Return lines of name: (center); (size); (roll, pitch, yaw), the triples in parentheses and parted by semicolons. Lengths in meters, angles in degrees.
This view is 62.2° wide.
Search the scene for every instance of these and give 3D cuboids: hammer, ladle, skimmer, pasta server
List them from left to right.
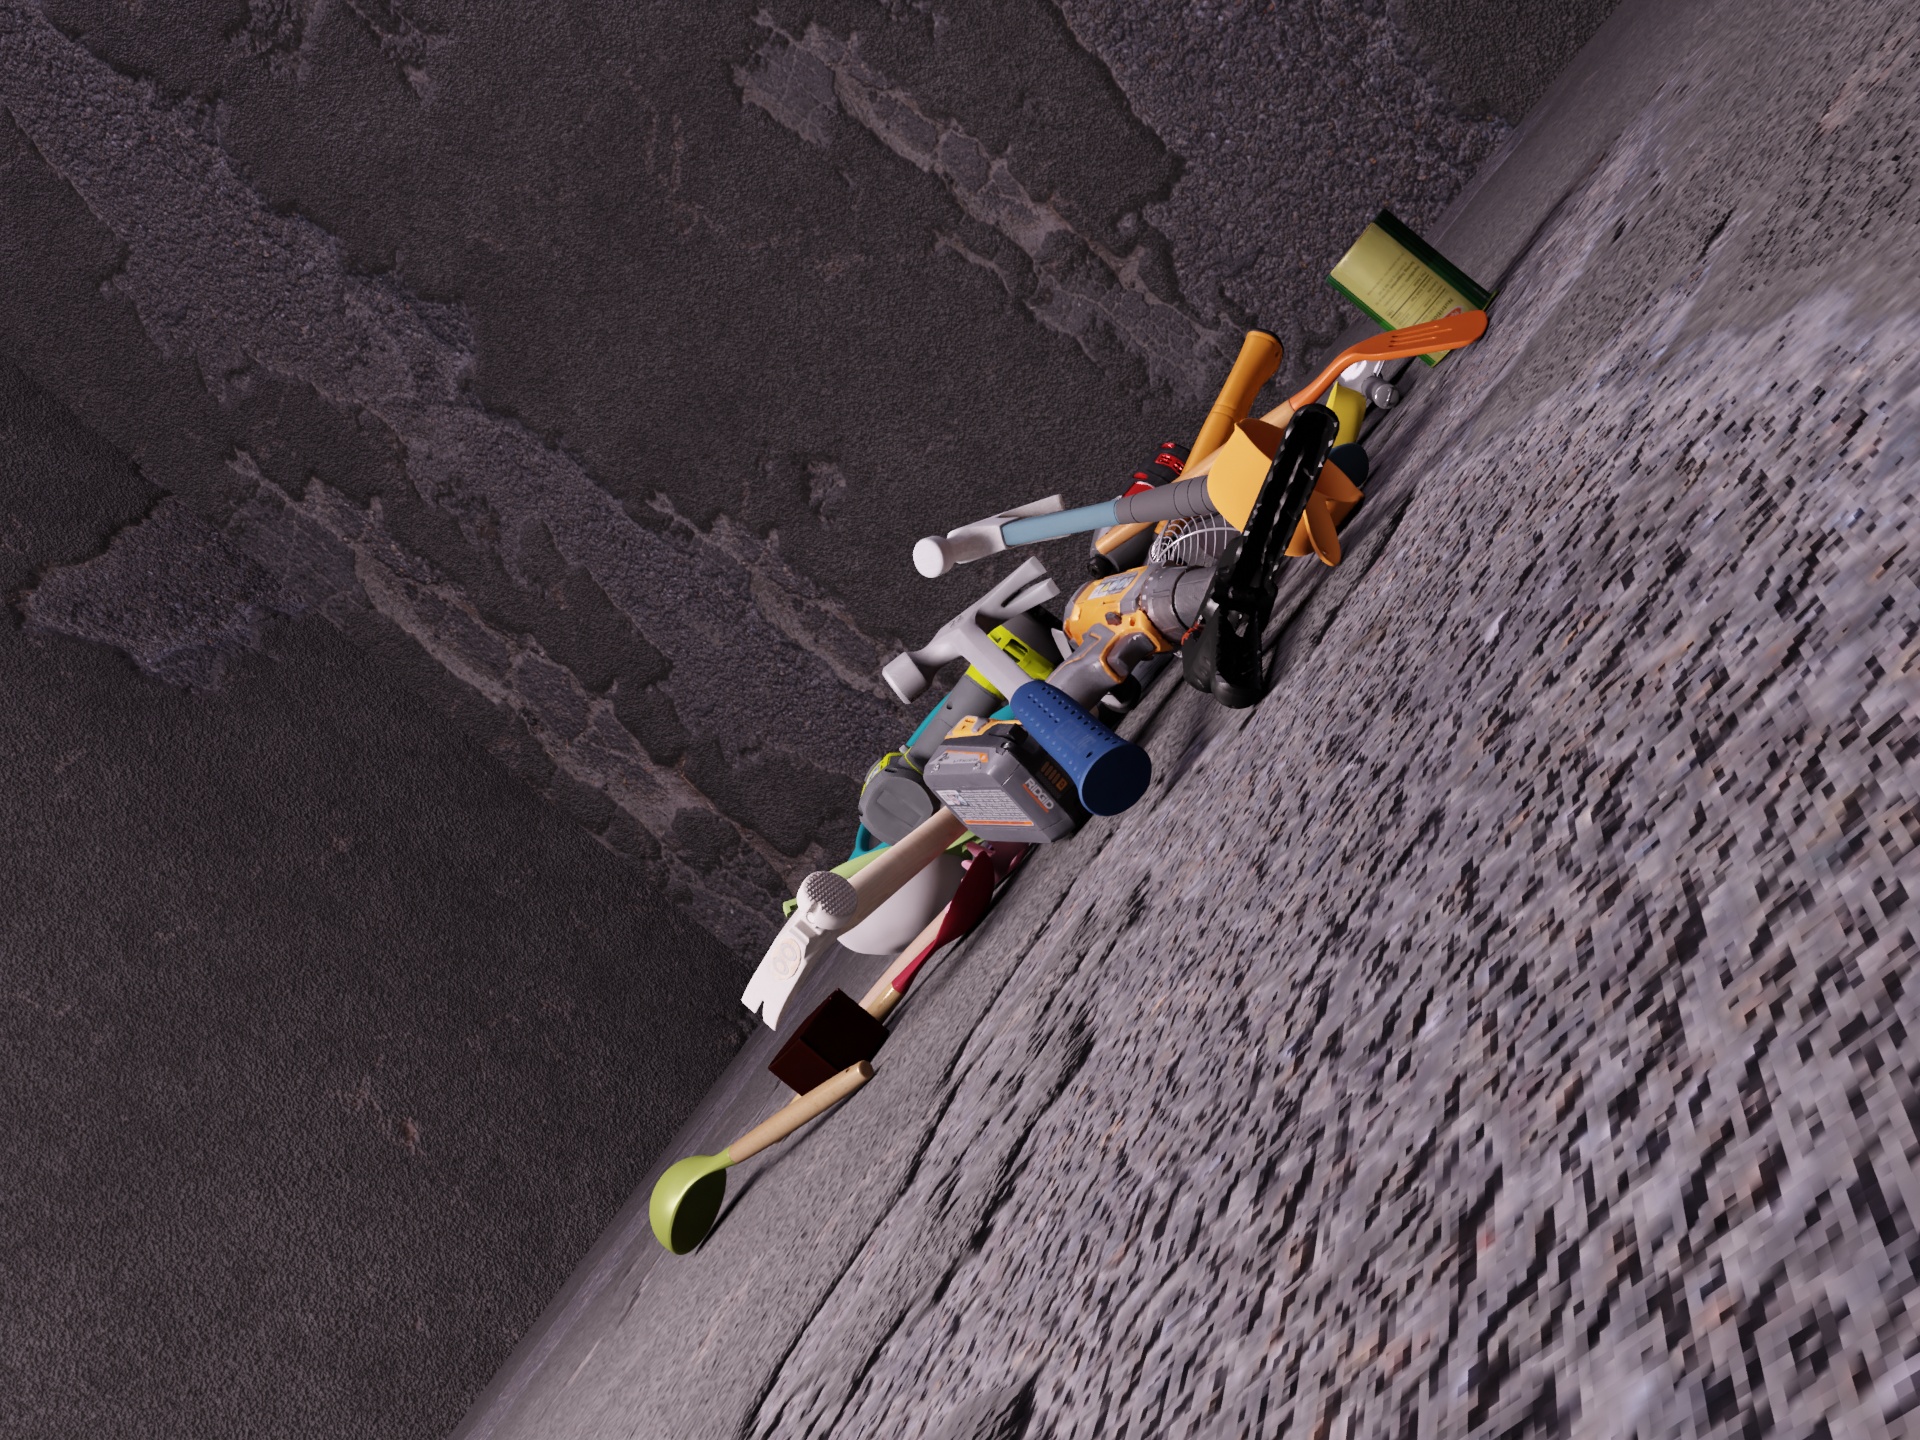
ladle: (-0.143, 0.319, 1.169); (0.320, 0.062, 0.078); (-41, 5, 42)
ladle: (-0.063, 0.222, 1.220); (0.315, 0.031, 0.069); (-53, -7, 22)
pasta server: (-0.025, 0.166, 1.292); (0.060, 0.040, 0.316); (-37, -11, -49)
hammer: (-0.012, 0.083, 1.201); (0.411, 0.038, 0.146); (-37, -17, -48)
hammer: (0.044, -0.023, 1.011); (0.144, 0.035, 0.406); (-38, 19, -1)
hammer: (0.128, -0.151, 1.130); (0.331, 0.033, 0.128); (-6, 14, 39)
hammer: (0.177, -0.176, 1.288); (0.337, 0.034, 0.127); (-63, -32, -11)
skimmer: (0.254, -0.167, 1.292); (0.363, 0.090, 0.127); (-37, -17, -45)

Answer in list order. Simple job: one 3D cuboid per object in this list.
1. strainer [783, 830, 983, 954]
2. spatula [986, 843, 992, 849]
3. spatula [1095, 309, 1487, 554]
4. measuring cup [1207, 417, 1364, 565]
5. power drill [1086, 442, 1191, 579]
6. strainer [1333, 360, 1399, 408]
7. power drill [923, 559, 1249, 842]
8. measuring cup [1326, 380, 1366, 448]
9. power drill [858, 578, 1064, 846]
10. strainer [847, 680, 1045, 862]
strainer: (-0.015, 0.139, 1.341); (0.256, 0.069, 0.151); (-31, -25, 31)
spatula: (0.111, 0.013, 1.432); (0.315, 0.018, 0.060); (-52, -1, 30)
spatula: (0.227, -0.204, 1.148); (0.322, 0.041, 0.081); (-34, 12, 31)
measuring cup: (0.195, -0.119, 0.953); (0.052, 0.095, 0.174); (-56, 16, 30)
power drill: (0.161, -0.144, 1.466); (0.143, 0.078, 0.219); (-51, -17, -19)
strainer: (0.338, -0.277, 1.311); (0.258, 0.050, 0.087); (-62, -4, -72)
power drill: (0.096, -0.022, 1.090); (0.226, 0.084, 0.185); (-50, 19, -21)
measuring cup: (0.306, -0.241, 1.290); (0.156, 0.029, 0.062); (-46, -28, -75)
power drill: (-0.002, -0.004, 1.329); (0.228, 0.080, 0.190); (-53, 4, 4)
strainer: (0.026, 0.047, 1.475); (0.340, 0.095, 0.211); (-33, 25, 55)
